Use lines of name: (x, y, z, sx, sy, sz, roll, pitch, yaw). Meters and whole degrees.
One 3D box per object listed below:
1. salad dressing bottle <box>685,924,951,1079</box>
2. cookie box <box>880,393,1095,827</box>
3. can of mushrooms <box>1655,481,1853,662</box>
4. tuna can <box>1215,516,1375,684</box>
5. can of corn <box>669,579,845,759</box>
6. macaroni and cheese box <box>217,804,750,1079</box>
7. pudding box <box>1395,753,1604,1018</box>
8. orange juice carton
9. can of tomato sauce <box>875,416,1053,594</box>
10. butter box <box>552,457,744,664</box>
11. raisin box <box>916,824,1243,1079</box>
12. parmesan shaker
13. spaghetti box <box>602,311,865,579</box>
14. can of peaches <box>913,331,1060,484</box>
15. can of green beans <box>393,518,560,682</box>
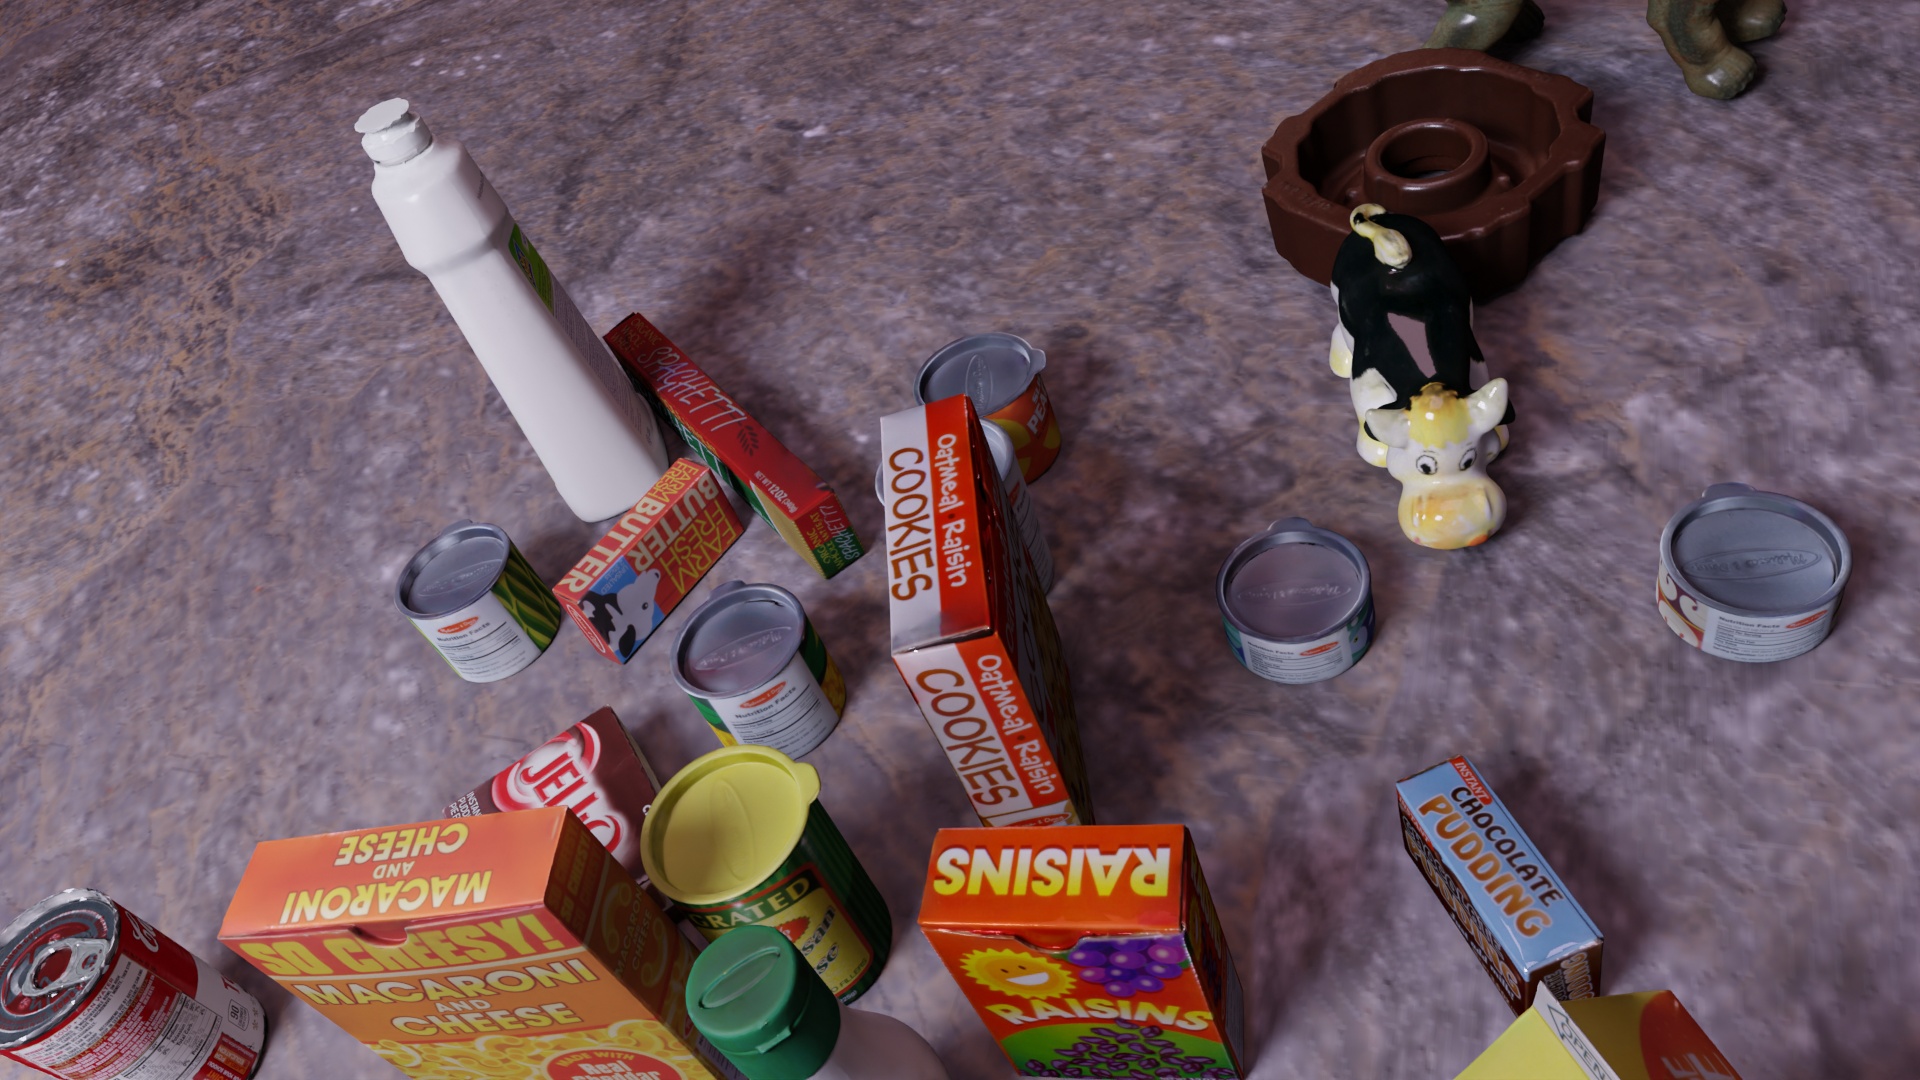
salad dressing bottle: (-0.044, 0.177, 0.462, 0.064, 0.147, 0.044, -32, 45, -9)
cookie box: (0.014, 0.043, 0.551, 0.040, 0.166, 0.123, -15, 45, 8)
can of mushrooms: (0.315, 0.012, 0.556, 0.071, 0.033, 0.071, -11, 46, 12)
tuna can: (0.147, 0.026, 0.610, 0.071, 0.032, 0.071, -11, 46, 12)
can of corn: (-0.094, 0.062, 0.654, 0.071, 0.058, 0.071, -11, 46, 12)
macaroni and cheese box: (-0.162, 0.163, 0.509, 0.123, 0.165, 0.040, -9, 46, 14)
pudding box: (0.189, 0.123, 0.490, 0.030, 0.049, 0.084, -24, 44, -1)
orange juice carton: (0.165, 0.179, 0.345, 0.073, 0.191, 0.072, -25, 44, -2)
can of tomato sauce: (0.002, -0.008, 0.665, 0.071, 0.082, 0.071, -11, 46, 12)
butter box: (-0.163, 0.010, 0.734, 0.024, 0.053, 0.104, 19, 58, 35)
raisin box: (0.045, 0.144, 0.475, 0.086, 0.122, 0.040, -4, 47, 18)
parmesan shaker: (-0.070, 0.135, 0.544, 0.071, 0.102, 0.072, -11, 46, 12)
spaghetti box: (-0.136, -0.061, 0.792, 0.029, 0.050, 0.251, -37, 46, -14)
can of peaches: (0.017, -0.067, 0.732, 0.071, 0.057, 0.071, -11, 46, 12)
can of green beans: (-0.258, 0.034, 0.746, 0.071, 0.057, 0.071, -11, 46, 12)
